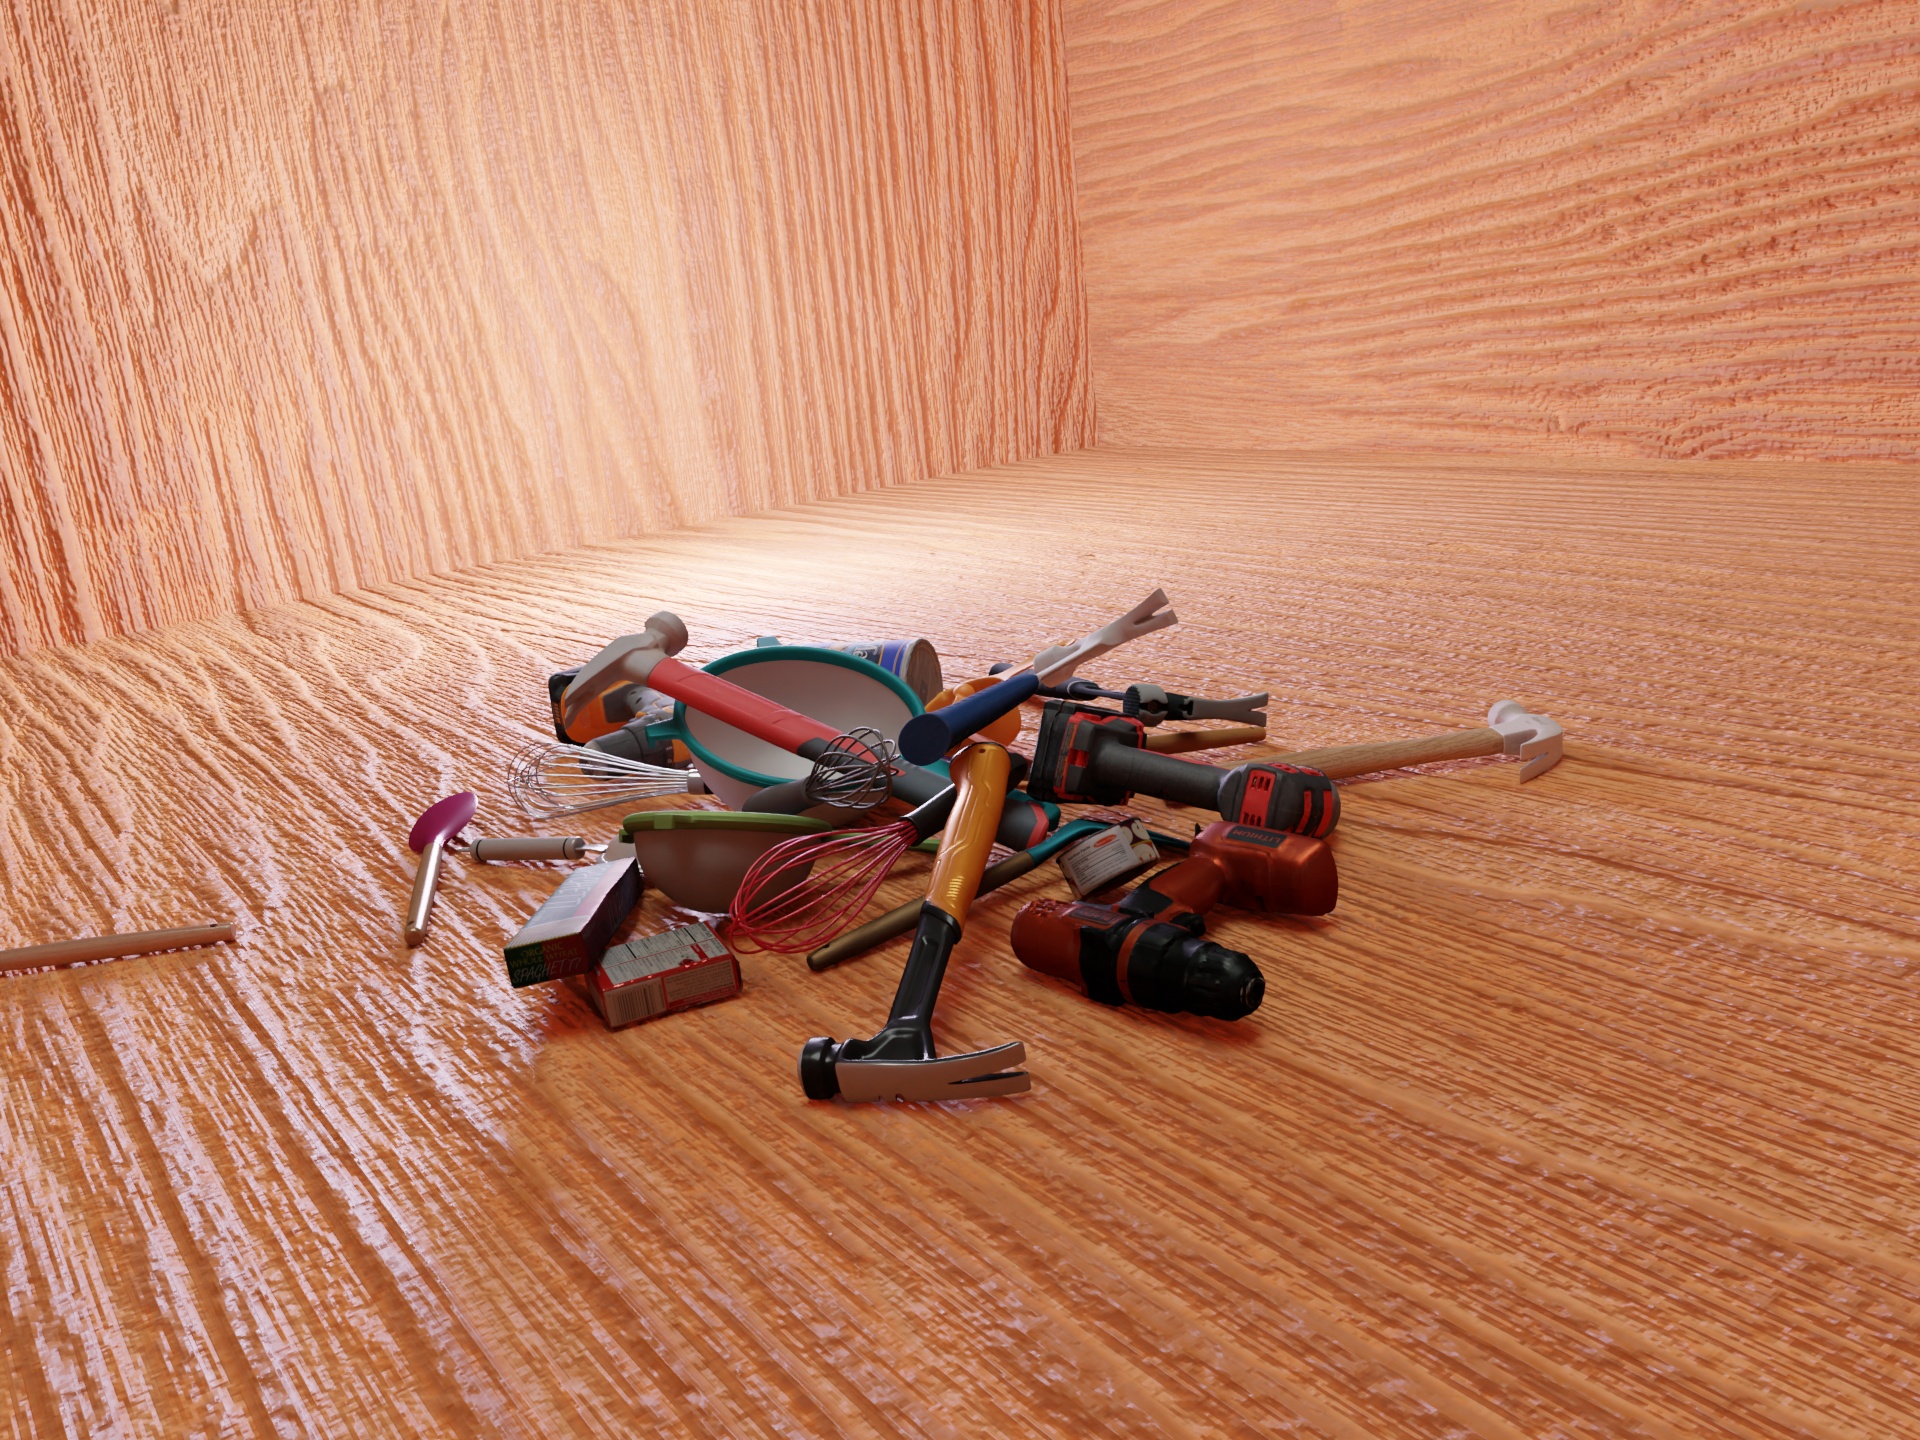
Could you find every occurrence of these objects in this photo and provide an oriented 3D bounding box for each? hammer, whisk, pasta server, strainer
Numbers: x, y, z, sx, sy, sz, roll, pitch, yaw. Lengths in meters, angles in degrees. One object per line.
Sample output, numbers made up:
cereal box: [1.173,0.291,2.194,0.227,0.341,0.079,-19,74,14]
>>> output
hammer: [0.059,-0.033,1.256,0.144,0.035,0.405,-28,1,26]
whisk: [-0.266,0.056,1.419,0.284,0.070,0.070,1,16,5]
hammer: [-0.116,0.026,1.229,0.386,0.038,0.143,23,40,15]
whisk: [-0.048,0.085,1.105,0.073,0.073,0.296,8,26,42]
pasta server: [-0.713,0.173,1.198,0.316,0.040,0.060,-7,27,-6]
hammer: [0.327,0.033,1.296,0.331,0.031,0.130,-8,15,-4]
strainer: [-0.308,0.102,1.292,0.258,0.050,0.087,-3,9,24]
strainer: [-0.120,0.110,1.164,0.256,0.069,0.151,6,-10,-21]
whisk: [-0.107,0.048,1.136,0.055,0.055,0.239,-16,-3,-32]
hammer: [0.000,0.111,0.994,0.127,0.034,0.337,-4,30,13]
hammer: [0.132,-0.029,1.518,0.149,0.036,0.409,2,5,-24]
strainer: [-0.079,0.050,1.324,0.340,0.095,0.211,21,35,17]

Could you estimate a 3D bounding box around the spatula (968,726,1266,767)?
spatula: [0.134,0.016,1.343,0.322,0.041,0.081,-5,18,-31]

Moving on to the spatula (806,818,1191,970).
spatula: [0.030,0.119,1.125,0.317,0.044,0.082,-21,21,-30]

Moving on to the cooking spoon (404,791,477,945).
cooking spoon: [-0.436,0.116,1.311,0.069,0.017,0.319,-29,21,-5]

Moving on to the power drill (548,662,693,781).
power drill: [-0.334,0.001,1.599,0.185,0.084,0.226,-20,25,-37]

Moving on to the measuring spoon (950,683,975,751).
measuring spoon: [-0.002,-0.004,1.331,0.021,0.011,0.117,18,27,-1]

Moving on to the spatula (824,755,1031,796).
spatula: [0.029,0.044,1.376,0.316,0.018,0.060,1,60,16]

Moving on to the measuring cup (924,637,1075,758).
measuring cup: [0.046,-0.018,1.482,0.173,0.052,0.095,-30,22,-22]

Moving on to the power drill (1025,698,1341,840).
power drill: [0.173,0.045,1.190,0.220,0.078,0.143,14,3,32]
